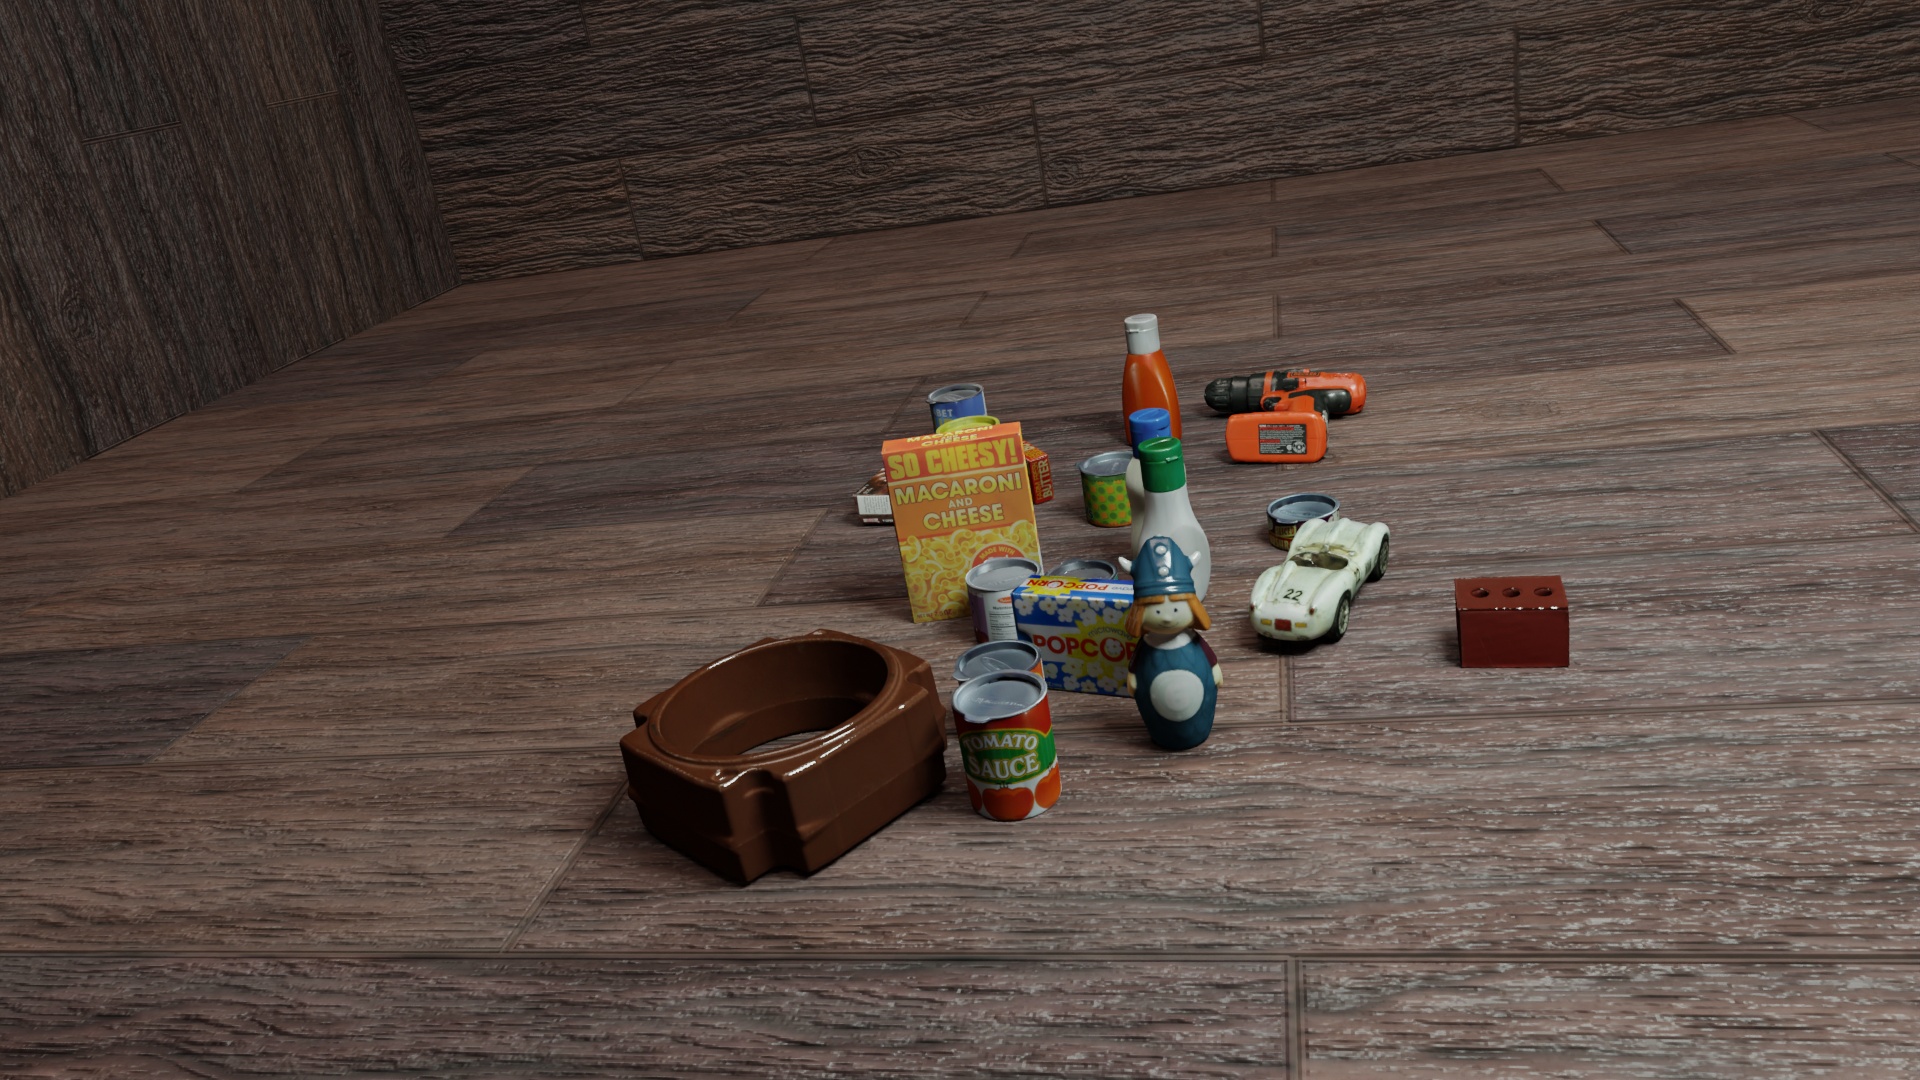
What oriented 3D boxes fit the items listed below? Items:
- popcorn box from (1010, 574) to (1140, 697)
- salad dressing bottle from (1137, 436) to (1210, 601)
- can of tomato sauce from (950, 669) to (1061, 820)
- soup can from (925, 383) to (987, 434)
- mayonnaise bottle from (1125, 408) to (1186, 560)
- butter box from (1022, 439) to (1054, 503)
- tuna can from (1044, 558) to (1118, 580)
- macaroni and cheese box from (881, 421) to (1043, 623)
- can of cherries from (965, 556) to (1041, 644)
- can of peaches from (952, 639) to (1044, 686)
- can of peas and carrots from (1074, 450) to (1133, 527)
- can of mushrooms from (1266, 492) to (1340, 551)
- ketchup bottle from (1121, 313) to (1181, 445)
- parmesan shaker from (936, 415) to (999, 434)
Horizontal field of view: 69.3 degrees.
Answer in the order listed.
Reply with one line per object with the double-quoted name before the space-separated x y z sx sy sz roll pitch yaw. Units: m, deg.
"popcorn box" 0.108 0.075 1.084 0.126 0.085 0.038 3 25 29
"salad dressing bottle" 0.179 -0.015 1.187 0.064 0.147 0.044 -18 23 -20
"can of tomato sauce" 0.032 0.142 0.957 0.071 0.082 0.071 -9 22 4
"soup can" -0.002 -0.135 1.637 0.071 0.083 0.071 -9 22 4
"mayonnaise bottle" 0.179 -0.045 1.258 0.065 0.147 0.041 -26 27 -34
"butter box" 0.069 -0.080 1.514 0.024 0.053 0.104 -17 23 -16
"tuna can" 0.107 0.044 1.228 0.071 0.032 0.071 -9 22 4
"macaroni and cheese box" 0.004 -0.016 1.238 0.124 0.165 0.040 -8 22 4
"can of cherries" 0.041 0.053 1.200 0.071 0.058 0.072 -9 22 4
"can of peaches" 0.030 0.116 1.053 0.071 0.057 0.071 -9 22 4
"can of peas and carrots" 0.154 -0.052 1.404 0.071 0.058 0.071 -9 22 4
"can of mushrooms" 0.316 -0.016 1.282 0.071 0.033 0.071 -9 22 4
"ketchup bottle" 0.211 -0.179 1.568 0.064 0.148 0.044 5 26 32
"parmesan shaker" 0.017 -0.070 1.448 0.071 0.102 0.071 -9 22 4
